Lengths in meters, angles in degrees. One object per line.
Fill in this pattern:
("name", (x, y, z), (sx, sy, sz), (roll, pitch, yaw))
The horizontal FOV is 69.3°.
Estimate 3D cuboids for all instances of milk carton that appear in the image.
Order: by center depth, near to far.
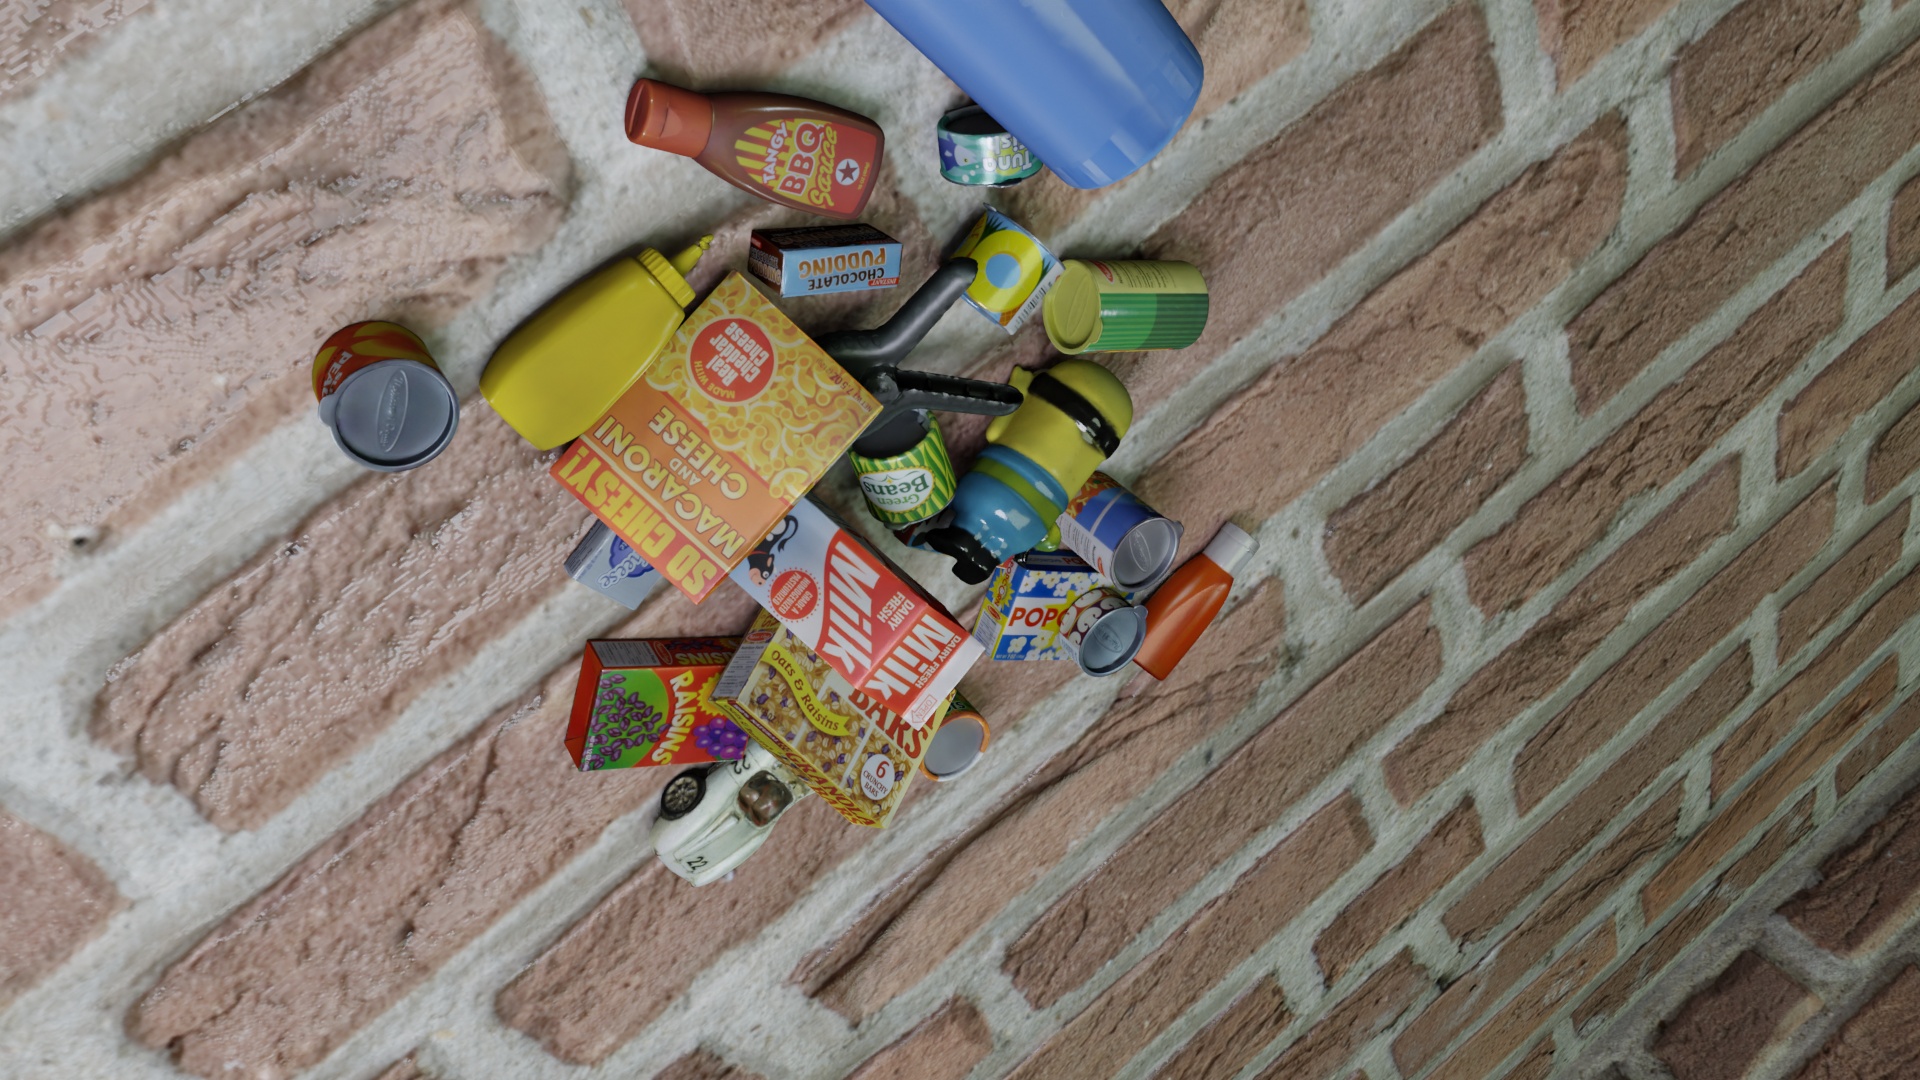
("milk carton", (-0.077, 0.035, 0.903), (0.072, 0.191, 0.073), (-51, 170, 2))

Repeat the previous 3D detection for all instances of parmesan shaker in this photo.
("parmesan shaker", (0.121, -0.167, 0.998), (0.103, 0.071, 0.071), (-6, 121, -32))

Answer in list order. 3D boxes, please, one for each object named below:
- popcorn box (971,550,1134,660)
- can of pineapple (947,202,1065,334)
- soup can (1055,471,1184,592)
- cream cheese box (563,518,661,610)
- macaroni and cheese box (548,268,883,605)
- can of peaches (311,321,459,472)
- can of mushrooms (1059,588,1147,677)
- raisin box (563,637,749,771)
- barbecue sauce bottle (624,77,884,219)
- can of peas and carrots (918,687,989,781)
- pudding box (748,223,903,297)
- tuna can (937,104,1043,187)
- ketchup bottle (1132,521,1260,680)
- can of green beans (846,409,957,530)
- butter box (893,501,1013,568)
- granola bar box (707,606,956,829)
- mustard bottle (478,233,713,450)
("popcorn box", (0.079, 0.053, 1.132), (0.127, 0.038, 0.085), (3, 116, -36))
("can of pineapple", (0.026, -0.180, 0.927), (0.058, 0.071, 0.071), (-52, 133, 5))
("soup can", (0.123, -0.009, 1.092), (0.071, 0.084, 0.071), (-18, 127, -25))
("cream cheese box", (-0.205, -0.008, 0.903), (0.103, 0.024, 0.053), (-52, 134, 4))
("macaroni and cheese box", (-0.148, -0.062, 0.853), (0.123, 0.040, 0.166), (43, 91, -4))
("can of peaches", (-0.316, -0.079, 0.756), (0.071, 0.058, 0.071), (-18, 127, -25))
("can of mushrooms", (0.116, 0.072, 1.120), (0.071, 0.033, 0.070), (-17, 127, -25))
("raisin box", (-0.205, 0.114, 0.972), (0.123, 0.040, 0.085), (2, 116, -34))
("barbecue sauce bottle", (-0.119, -0.232, 0.807), (0.149, 0.044, 0.064), (5, 116, -37))
("can of peas and carrots", (-0.019, 0.148, 1.111), (0.071, 0.059, 0.070), (-18, 127, -26))
("pudding box", (-0.084, -0.175, 0.864), (0.084, 0.050, 0.030), (-11, 122, -30))
("tuna can", (0.019, -0.249, 0.874), (0.071, 0.071, 0.032), (-22, 128, -22))
("ketchup bottle", (0.202, 0.051, 1.214), (0.148, 0.043, 0.064), (-51, 134, 3))
("can of green beans", (-0.041, -0.054, 0.960), (0.071, 0.071, 0.057), (-31, 131, -15))
("butter box", (0.004, -0.013, 1.047), (0.103, 0.024, 0.053), (13, 110, -39))
("granola bar box", (-0.088, 0.110, 0.994), (0.165, 0.039, 0.125), (48, 55, -32))
("mustard bottle", (-0.204, -0.124, 0.812), (0.160, 0.049, 0.065), (-43, 131, -5))
